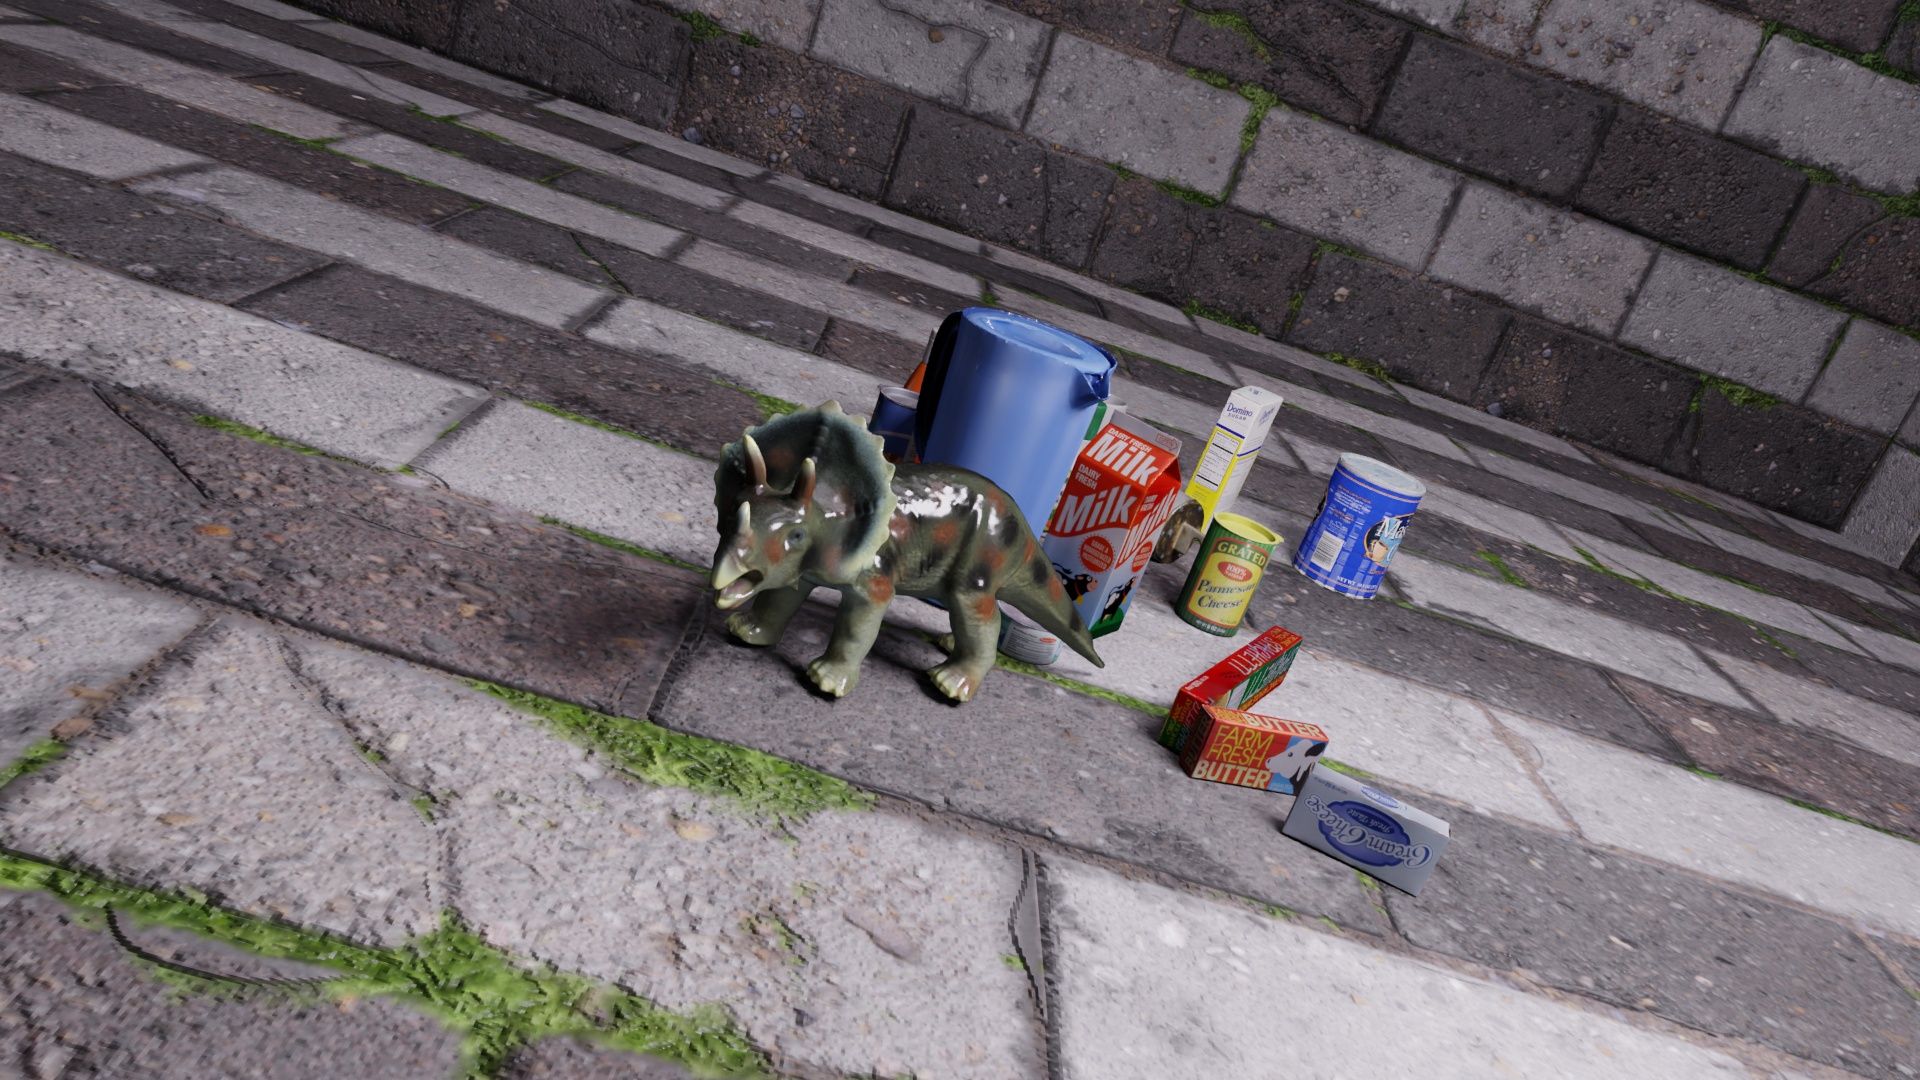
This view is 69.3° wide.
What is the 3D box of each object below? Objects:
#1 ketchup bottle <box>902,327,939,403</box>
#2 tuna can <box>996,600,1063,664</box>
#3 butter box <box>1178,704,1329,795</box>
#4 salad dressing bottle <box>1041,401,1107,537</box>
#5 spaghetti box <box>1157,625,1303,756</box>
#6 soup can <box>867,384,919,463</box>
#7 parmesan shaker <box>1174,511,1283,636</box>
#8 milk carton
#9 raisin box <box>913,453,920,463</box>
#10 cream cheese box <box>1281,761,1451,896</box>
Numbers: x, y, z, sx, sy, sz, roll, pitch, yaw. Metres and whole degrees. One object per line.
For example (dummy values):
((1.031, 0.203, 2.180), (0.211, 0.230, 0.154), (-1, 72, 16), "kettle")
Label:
((-0.035, -0.150, 1.471), (0.065, 0.148, 0.044), (14, 20, -15), "ketchup bottle")
((0.054, 0.071, 1.141), (0.071, 0.032, 0.071), (18, 20, -6), "tuna can")
((0.220, 0.157, 1.039), (0.103, 0.053, 0.024), (13, 20, -19), "butter box")
((0.106, -0.076, 1.410), (0.064, 0.147, 0.044), (21, 19, 4), "salad dressing bottle")
((0.229, 0.120, 1.151), (0.029, 0.050, 0.251), (28, 21, 23), "spaghetti box")
((-0.065, -0.109, 1.429), (0.071, 0.083, 0.071), (18, 19, -6), "soup can")
((0.256, 0.034, 1.328), (0.071, 0.102, 0.071), (18, 19, -6), "parmesan shaker")
((0.127, -0.014, 1.200), (0.072, 0.189, 0.073), (30, 21, 27), "milk carton")
((0.003, -0.080, 1.357), (0.086, 0.123, 0.040), (24, 19, 12), "raisin box")
((0.285, 0.203, 0.979), (0.104, 0.053, 0.024), (24, 20, 12), "cream cheese box")
